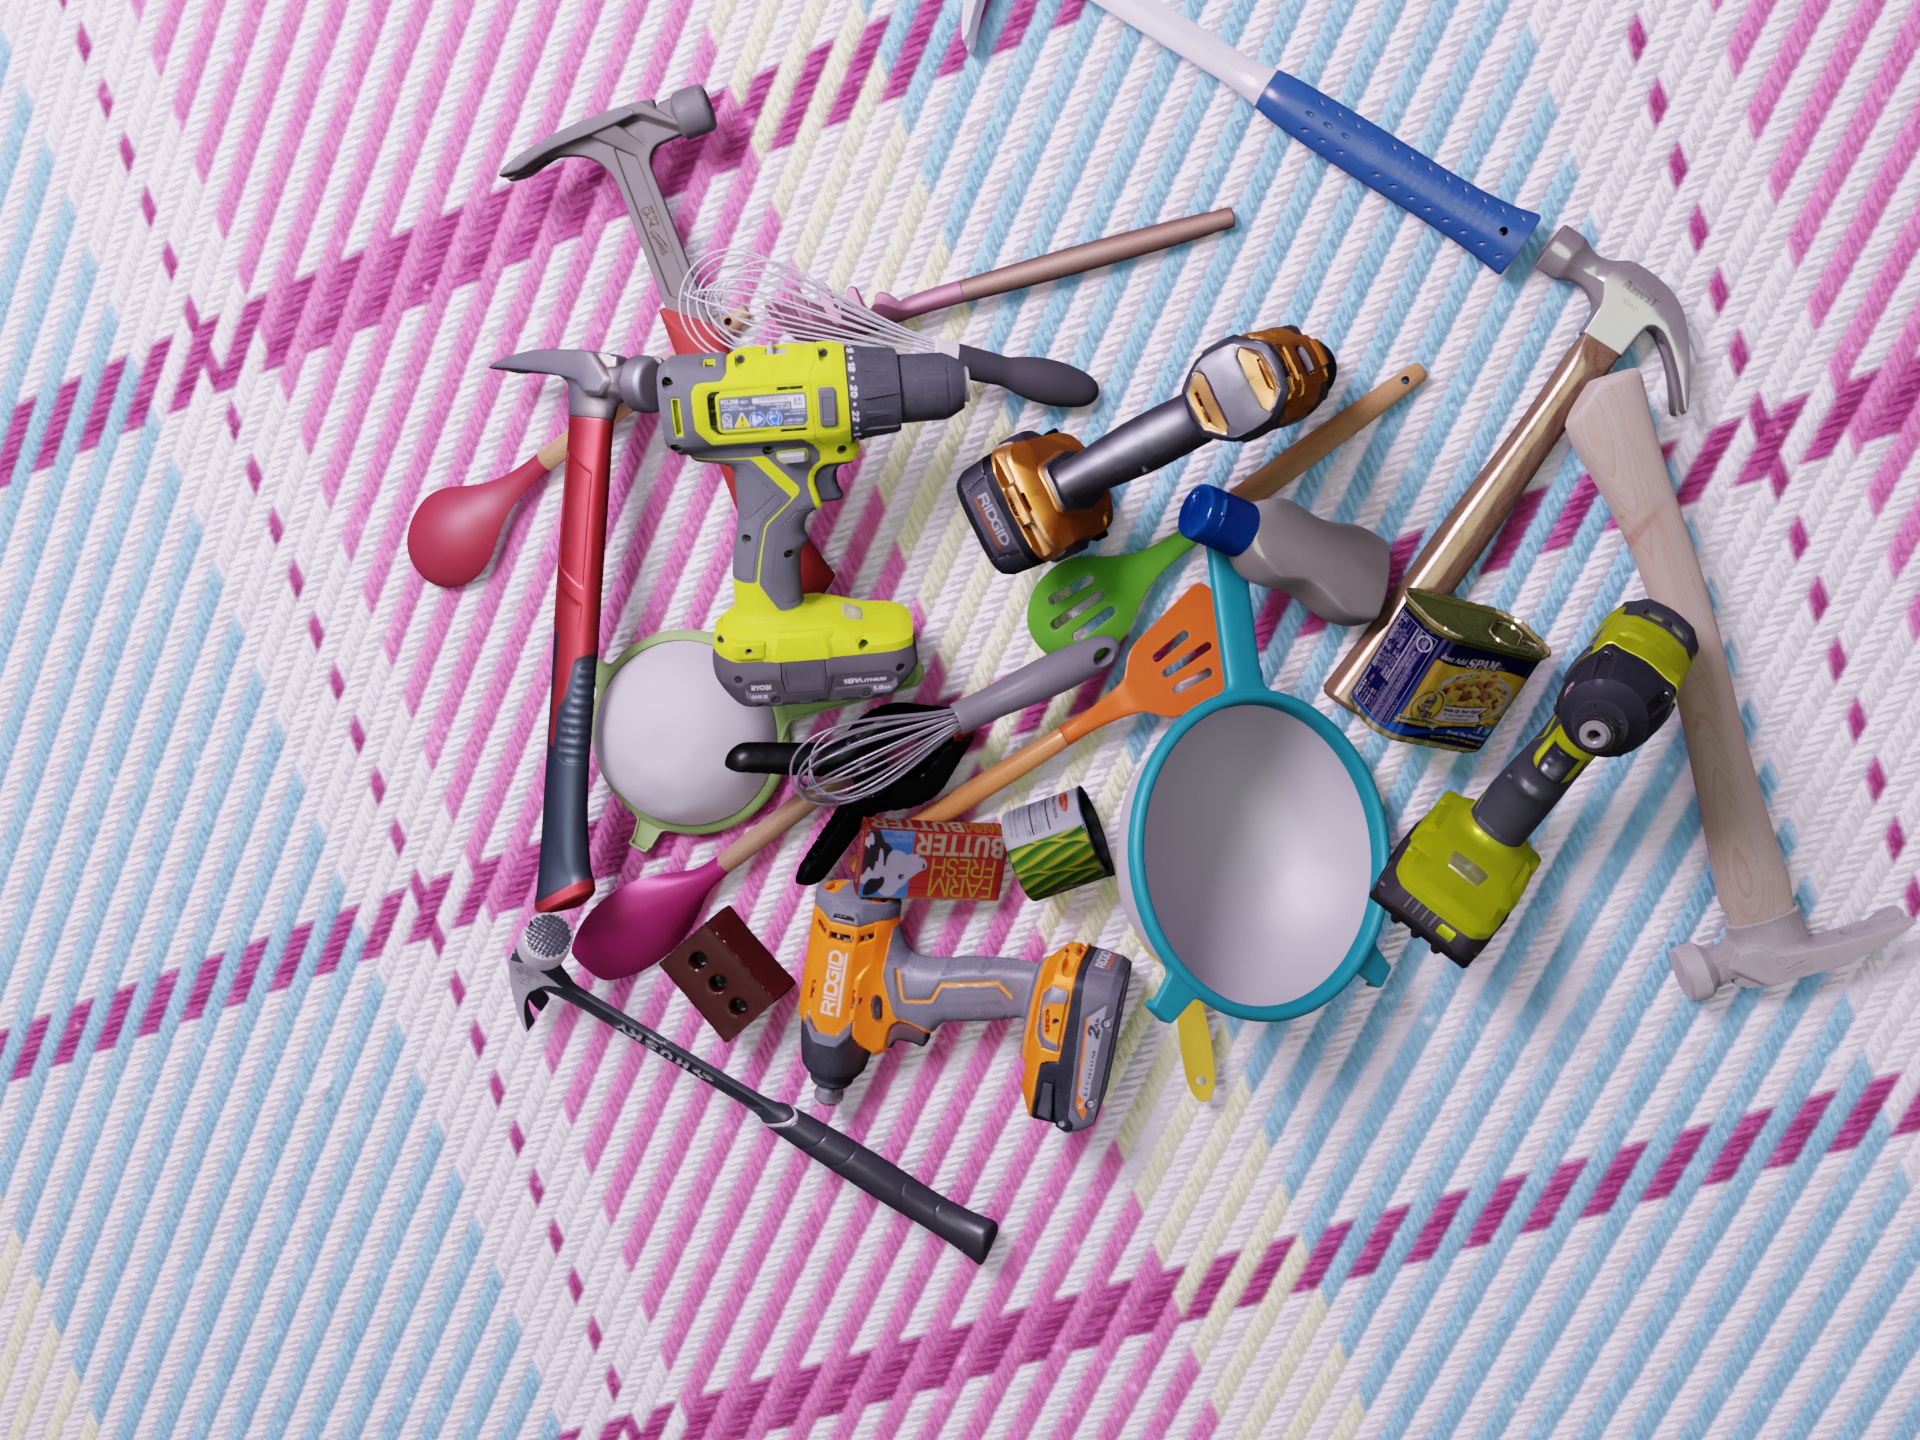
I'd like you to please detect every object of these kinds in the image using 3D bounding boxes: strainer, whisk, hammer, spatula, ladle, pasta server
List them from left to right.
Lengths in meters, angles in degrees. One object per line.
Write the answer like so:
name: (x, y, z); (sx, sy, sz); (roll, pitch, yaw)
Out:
hammer: (-0.277, -0.059, 1.099); (0.143, 0.038, 0.386); (10, 99, 30)
ladle: (-0.276, -0.198, 1.135); (0.315, 0.031, 0.069); (-34, 89, 10)
hammer: (-0.181, -0.237, 1.092); (0.149, 0.037, 0.359); (-19, 99, 6)
strainer: (-0.152, -0.001, 1.118); (0.256, 0.069, 0.151); (-15, 95, 12)
hammer: (-0.149, 0.279, 1.151); (0.409, 0.036, 0.149); (32, 144, -4)
whisk: (-0.042, -0.244, 1.040); (0.284, 0.070, 0.070); (11, 100, -15)
whisk: (-0.002, -0.004, 1.063); (0.239, 0.055, 0.055); (-24, 94, -5)
pasta server: (0.026, -0.302, 1.065); (0.316, 0.060, 0.040); (-13, 114, 8)
spatula: (0.055, 0.021, 1.113); (0.322, 0.041, 0.081); (-32, 94, 16)
strainer: (0.168, 0.026, 1.051); (0.211, 0.095, 0.340); (-3, 84, -30)
hammer: (0.185, -0.408, 1.025); (0.405, 0.035, 0.144); (34, 101, 3)
hammer: (0.348, -0.144, 1.037); (0.130, 0.031, 0.331); (34, 102, 4)
hammer: (0.480, -0.026, 1.011); (0.146, 0.038, 0.410); (-19, 100, 10)

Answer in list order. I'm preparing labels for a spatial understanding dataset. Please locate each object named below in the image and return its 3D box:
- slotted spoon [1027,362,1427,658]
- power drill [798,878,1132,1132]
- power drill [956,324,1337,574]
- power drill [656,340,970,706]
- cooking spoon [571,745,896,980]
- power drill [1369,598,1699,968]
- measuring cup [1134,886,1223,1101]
slotted spoon: (0.176, -0.142, 1.069); (0.314, 0.031, 0.070); (-35, 86, 10)
power drill: (-0.005, 0.214, 1.121); (0.226, 0.084, 0.164); (12, 101, 11)
power drill: (0.130, -0.182, 1.016); (0.226, 0.185, 0.084); (-25, 94, 31)
power drill: (-0.086, -0.131, 1.026); (0.190, 0.080, 0.228); (-4, 117, -4)
cooking spoon: (-0.152, 0.089, 1.150); (0.319, 0.017, 0.068); (-37, 117, 9)
power drill: (0.349, 0.040, 0.967); (0.080, 0.171, 0.223); (38, 125, 14)
measuring cup: (0.160, 0.190, 1.117); (0.062, 0.029, 0.156); (-8, 99, 10)
